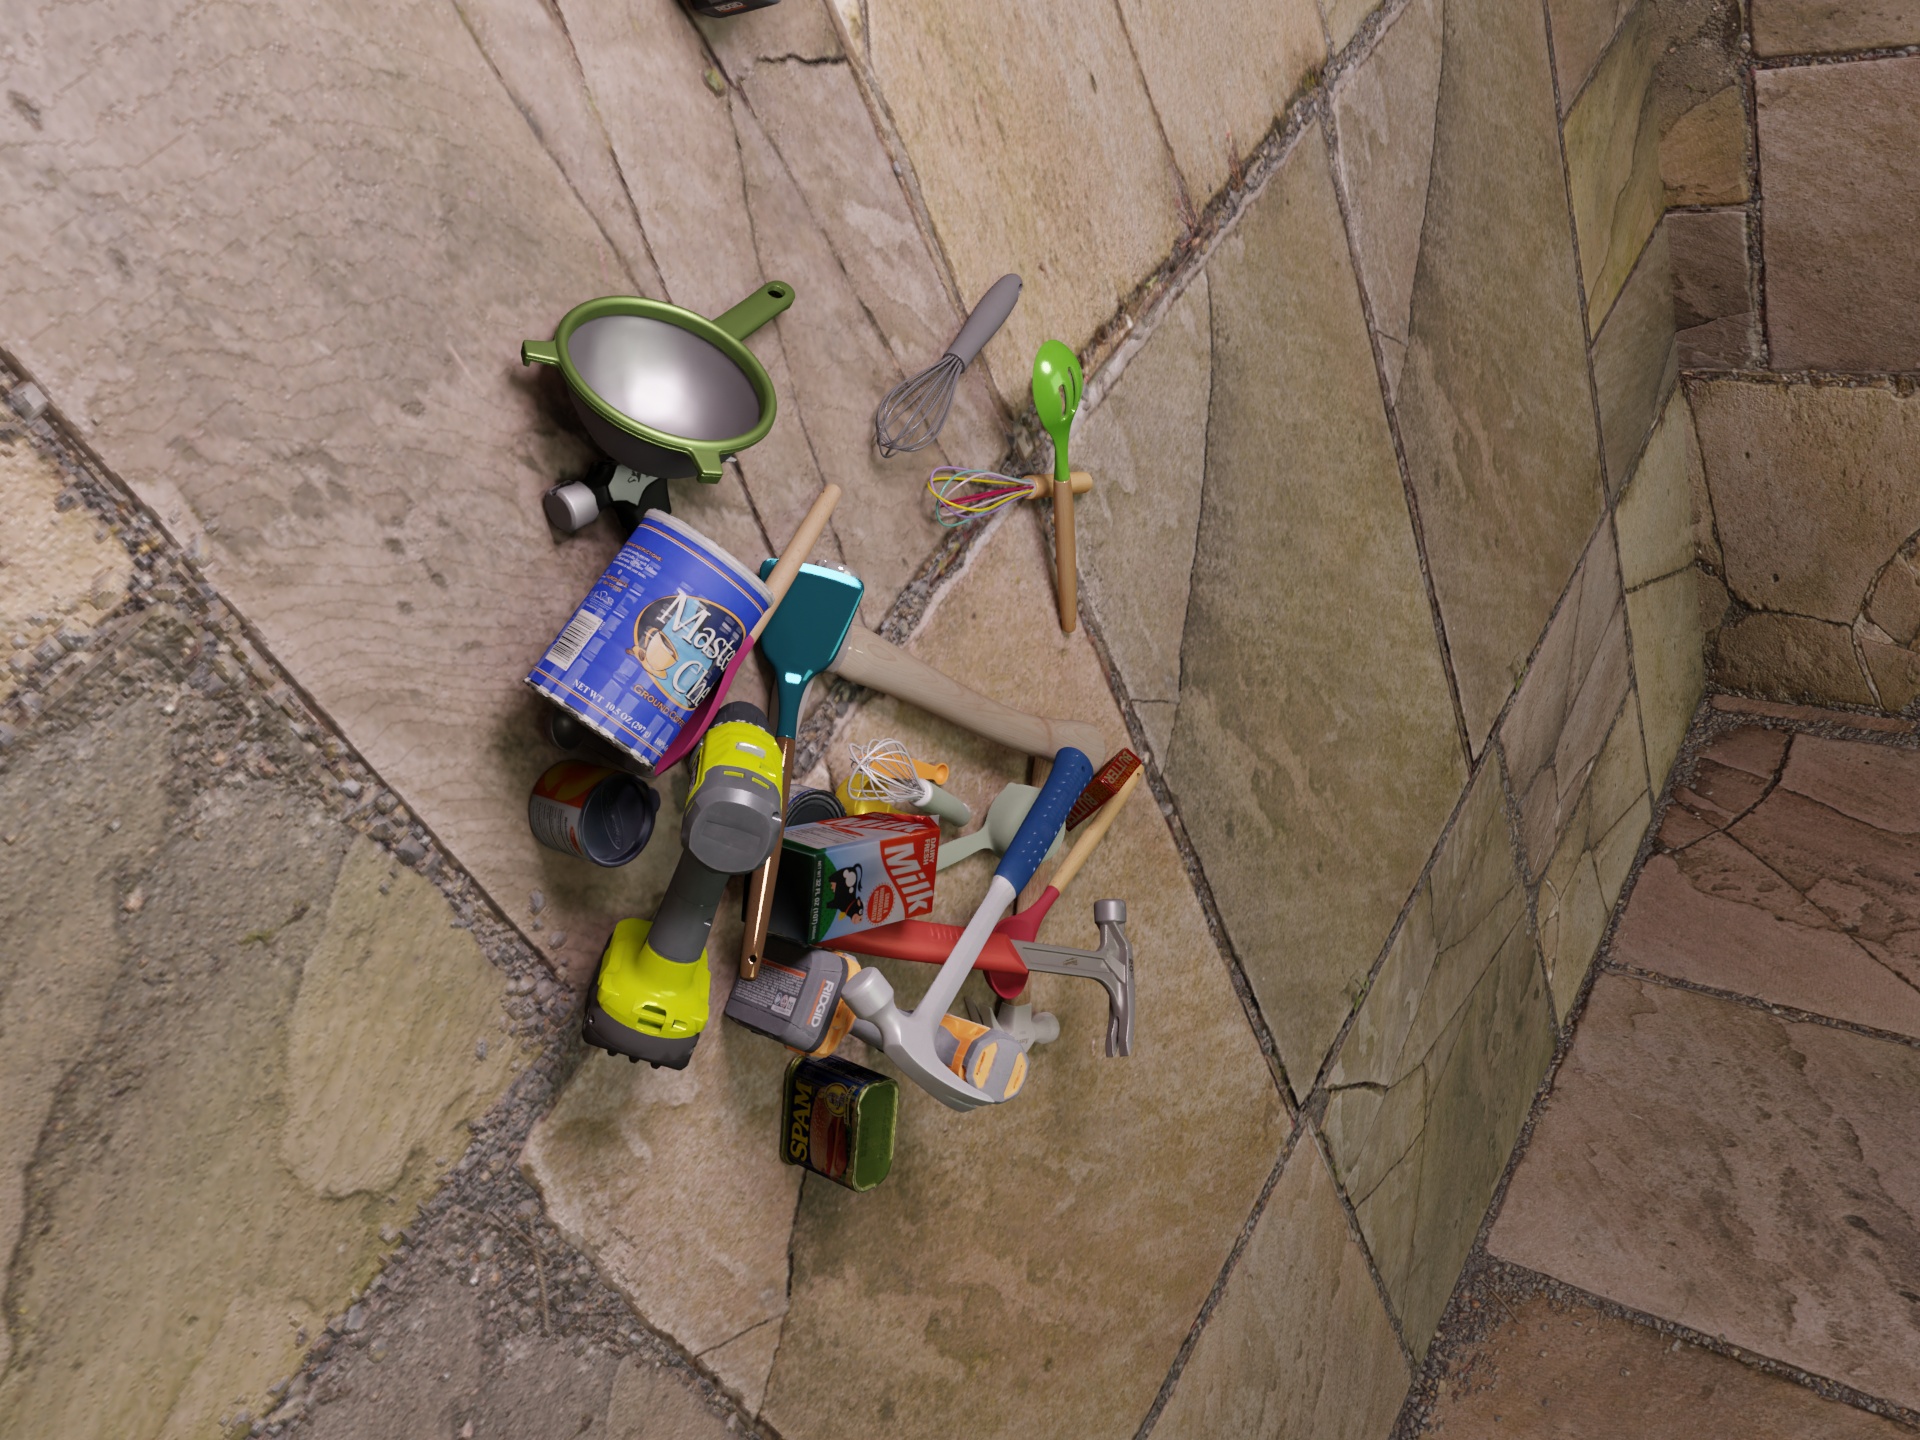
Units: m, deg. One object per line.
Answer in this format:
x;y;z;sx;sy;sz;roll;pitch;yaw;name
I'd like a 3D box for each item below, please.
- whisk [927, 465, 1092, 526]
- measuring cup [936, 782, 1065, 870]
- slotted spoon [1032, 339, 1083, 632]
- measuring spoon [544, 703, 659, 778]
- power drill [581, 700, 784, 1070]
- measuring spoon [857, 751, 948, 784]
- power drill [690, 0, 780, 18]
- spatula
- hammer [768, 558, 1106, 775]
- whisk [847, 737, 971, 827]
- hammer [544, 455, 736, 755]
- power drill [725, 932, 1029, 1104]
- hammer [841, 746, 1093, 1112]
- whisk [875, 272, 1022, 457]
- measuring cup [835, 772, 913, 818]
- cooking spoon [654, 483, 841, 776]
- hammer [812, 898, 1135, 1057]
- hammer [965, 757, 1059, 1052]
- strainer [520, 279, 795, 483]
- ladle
0.051;-0.205;1.431;0.245;0.047;0.051;-16;110;-53;whisk
0.030;0.112;1.468;0.167;0.038;0.083;-20;106;-36;measuring cup
0.095;-0.201;1.447;0.070;0.031;0.313;-50;148;-35;slotted spoon
-0.254;0.018;1.126;0.124;0.018;0.034;36;58;-57;measuring spoon
-0.183;0.105;1.101;0.080;0.191;0.228;20;109;-14;power drill
-0.051;0.041;1.393;0.116;0.011;0.021;12;90;-49;measuring spoon
-0.188;-0.563;1.003;0.226;0.084;0.164;44;65;-43;power drill
-0.133;0.035;1.183;0.082;0.044;0.318;12;68;-15;spatula
-0.002;-0.004;1.395;0.410;0.038;0.146;23;82;-47;hammer
-0.039;0.060;1.350;0.059;0.058;0.246;-50;156;2;whisk
-0.195;-0.040;1.165;0.146;0.035;0.334;-36;126;-40;hammer
-0.078;0.246;1.310;0.226;0.185;0.084;27;77;-32;power drill
0.035;0.150;1.318;0.144;0.035;0.406;53;37;-13;hammer
-0.006;-0.303;1.332;0.239;0.055;0.055;-58;138;-31;whisk
-0.066;0.085;1.379;0.156;0.029;0.062;34;68;-63;measuring cup
-0.146;-0.075;1.149;0.017;0.068;0.319;39;45;-17;cooking spoon
0.019;0.214;1.420;0.358;0.037;0.149;14;68;-37;hammer
0.068;0.166;1.558;0.130;0.031;0.331;0;99;-52;hammer
-0.185;-0.238;1.102;0.069;0.151;0.256;-56;180;39;strainer
0.104;0.147;1.551;0.315;0.031;0.069;-51;123;-35;ladle
